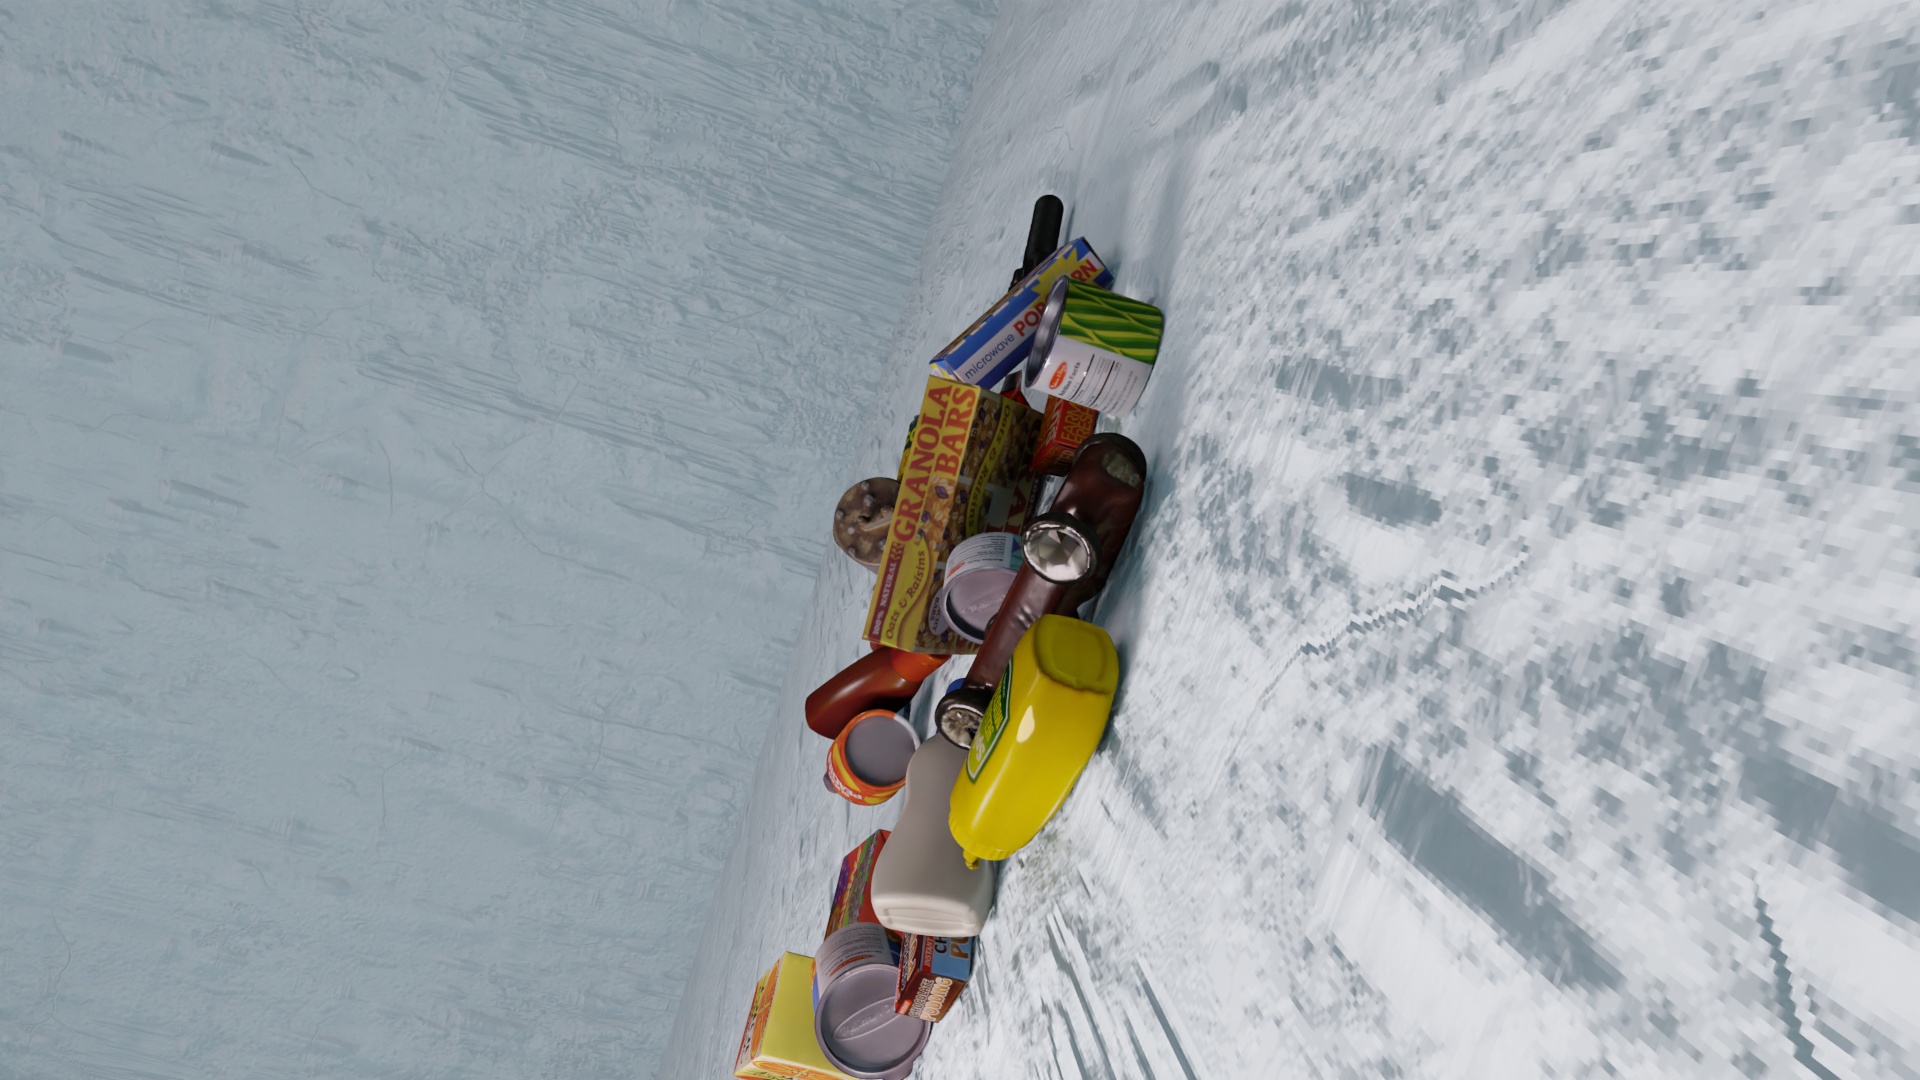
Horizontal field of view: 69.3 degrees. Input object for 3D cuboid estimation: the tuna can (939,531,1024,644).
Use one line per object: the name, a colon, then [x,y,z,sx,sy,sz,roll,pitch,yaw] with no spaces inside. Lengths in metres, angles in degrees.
tuna can: [0.024,0.030,0.811,0.033,0.071,0.070,-81,12,-47]

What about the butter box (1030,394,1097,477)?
butter box: [0.072,-0.095,0.877,0.053,0.024,0.104,128,158,-68]

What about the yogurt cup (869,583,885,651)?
yogurt cup: [-0.045,0.069,1.166,0.073,0.072,0.053,-94,15,-67]

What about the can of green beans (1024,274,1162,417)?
can of green beans: [0.074,-0.108,0.779,0.071,0.058,0.071,-160,88,-81]

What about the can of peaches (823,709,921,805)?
can of peaches: [-0.070,0.173,1.096,0.057,0.071,0.071,127,159,-63]

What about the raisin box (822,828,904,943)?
raisin box: [-0.063,0.260,0.985,0.123,0.040,0.086,127,157,-62]

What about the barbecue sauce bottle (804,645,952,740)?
barbecue sauce bottle: [-0.063,0.114,1.124,0.148,0.065,0.044,-40,48,39]

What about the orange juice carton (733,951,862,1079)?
orange juice carton: [-0.116,0.357,1.013,0.191,0.073,0.072,122,163,-60]

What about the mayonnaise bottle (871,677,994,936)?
mayonnaise bottle: [-0.004,0.145,0.776,0.041,0.065,0.149,76,-159,-45]

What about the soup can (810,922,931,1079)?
soup can: [-0.054,0.272,0.822,0.084,0.071,0.071,-176,103,-82]

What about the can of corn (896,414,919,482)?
can of corn: [-0.023,-0.074,1.273,0.071,0.071,0.058,128,157,-66]

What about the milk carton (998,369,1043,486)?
milk carton: [0.009,-0.028,0.976,0.072,0.073,0.190,-158,86,-81]

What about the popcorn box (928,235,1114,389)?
popcorn box: [0.039,-0.150,0.955,0.127,0.038,0.085,-42,9,-2]

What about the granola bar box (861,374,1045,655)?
granola bar box: [0.003,-0.011,0.877,0.124,0.039,0.165,12,-87,-64]

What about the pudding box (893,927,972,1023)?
pudding box: [-0.013,0.219,0.777,0.084,0.030,0.049,-82,12,-48]

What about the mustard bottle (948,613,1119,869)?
mustard bottle: [0.028,0.110,0.675,0.065,0.049,0.159,-82,13,-56]
